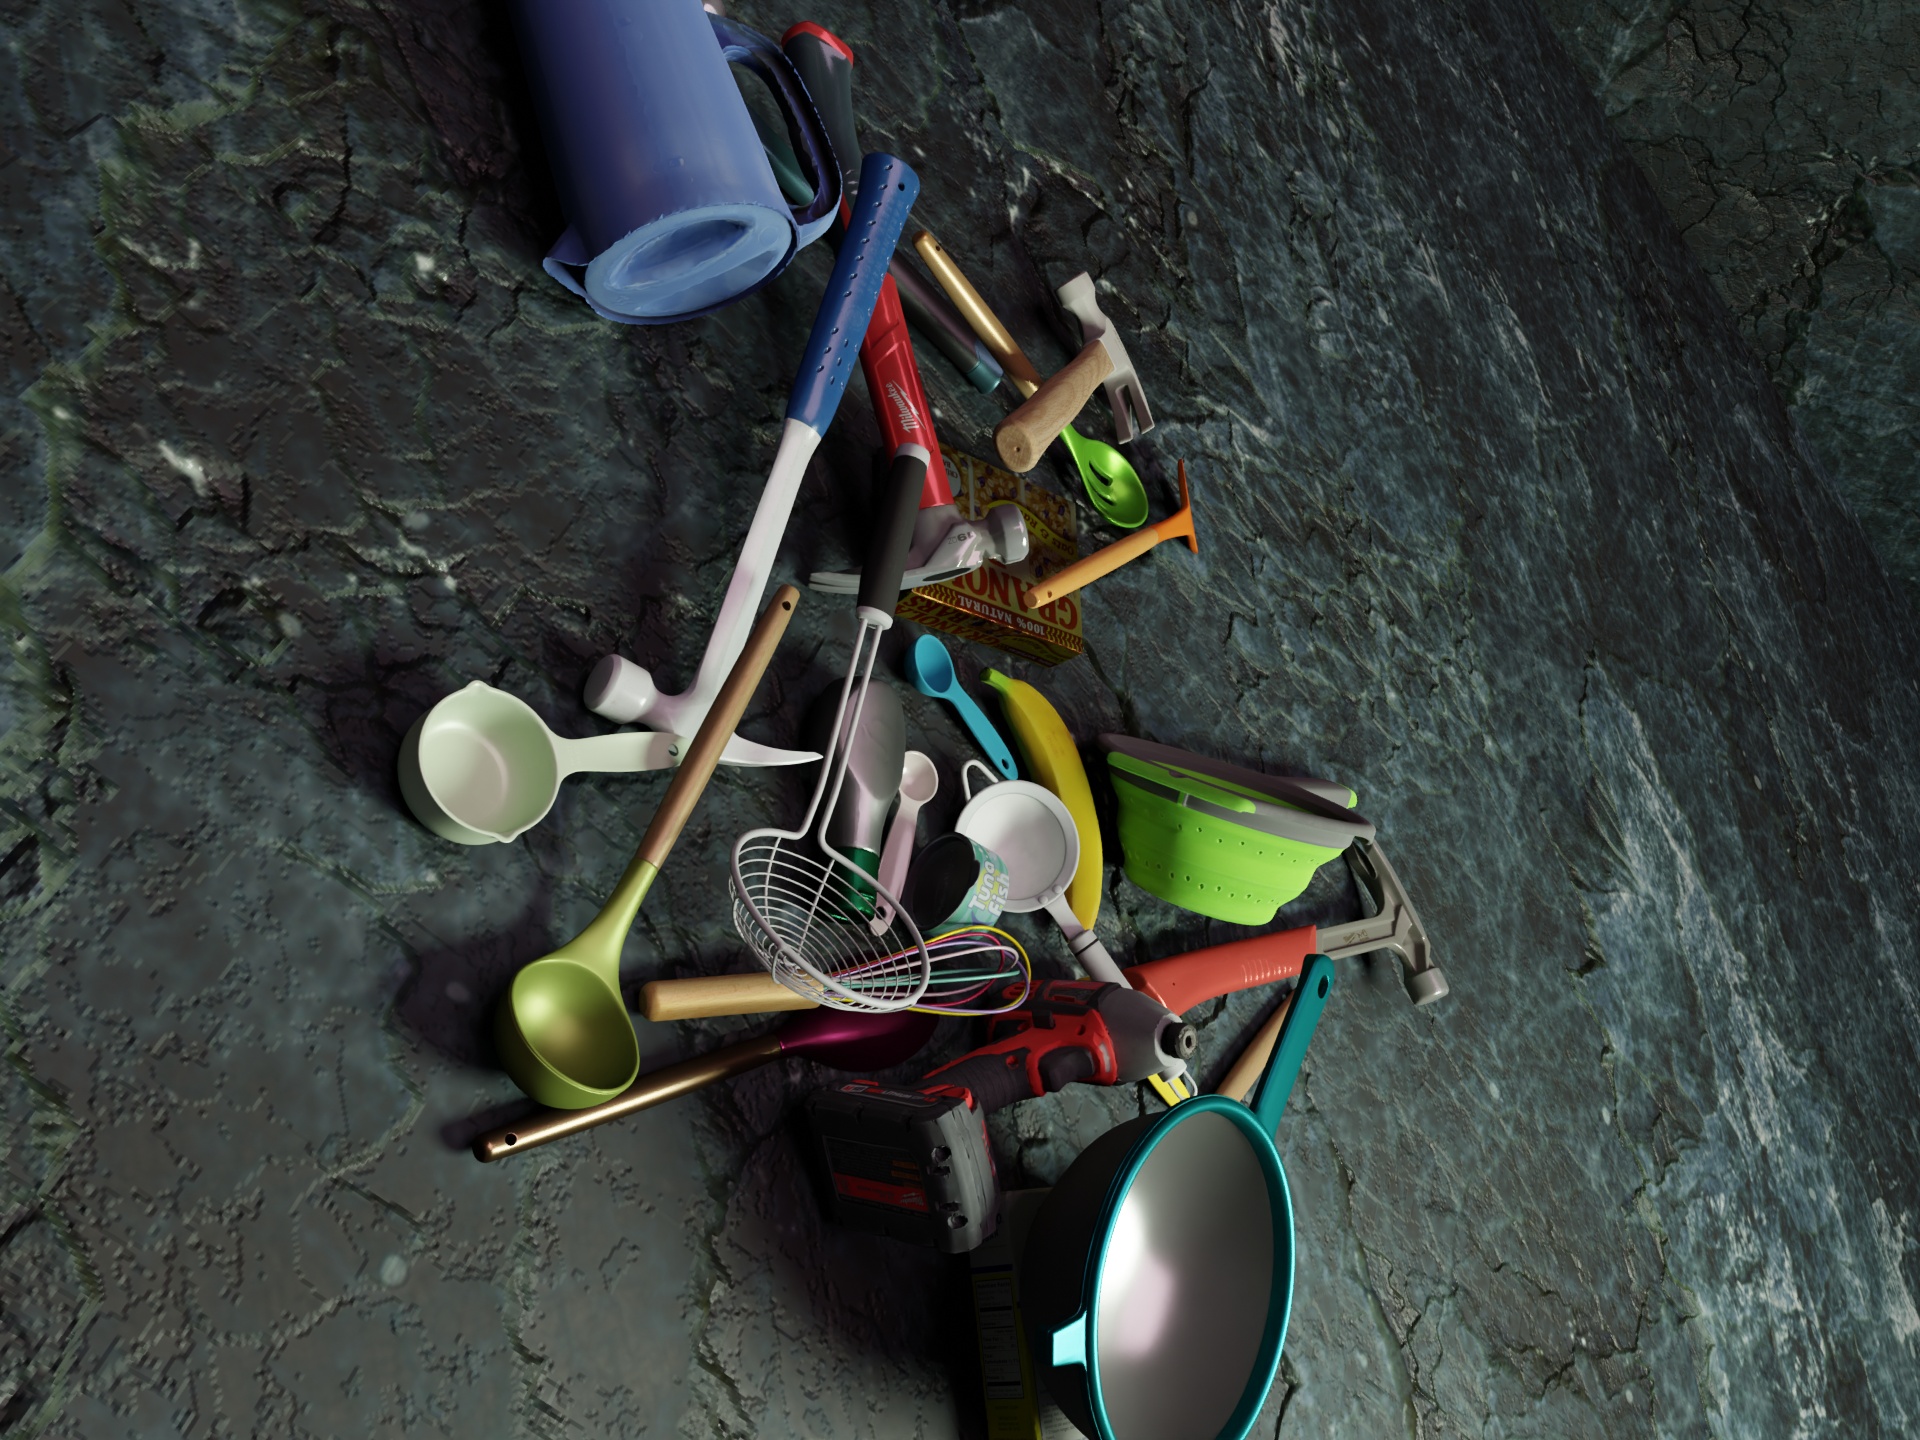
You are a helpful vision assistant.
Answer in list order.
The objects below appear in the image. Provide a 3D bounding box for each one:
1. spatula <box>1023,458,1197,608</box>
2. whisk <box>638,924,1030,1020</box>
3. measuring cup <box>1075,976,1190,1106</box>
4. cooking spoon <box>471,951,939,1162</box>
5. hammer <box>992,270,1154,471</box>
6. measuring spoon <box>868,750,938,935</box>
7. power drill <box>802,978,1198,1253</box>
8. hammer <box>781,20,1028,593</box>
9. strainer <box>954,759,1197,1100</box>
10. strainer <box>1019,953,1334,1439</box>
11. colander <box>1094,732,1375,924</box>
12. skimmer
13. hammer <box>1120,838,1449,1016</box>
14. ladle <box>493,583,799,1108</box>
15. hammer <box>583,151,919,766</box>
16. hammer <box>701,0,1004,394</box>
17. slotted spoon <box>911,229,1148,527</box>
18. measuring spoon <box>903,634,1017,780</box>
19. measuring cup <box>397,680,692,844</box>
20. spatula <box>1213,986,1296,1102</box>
[{"bbox_3d":[0.125,-0.132,1.201,0.322,0.041,0.081,-31,114,-52],"label":"spatula"},{"bbox_3d":[-0.064,0.146,0.898,0.244,0.051,0.047,1,97,-32],"label":"whisk"},{"bbox_3d":[0.113,0.229,1.084,0.156,0.029,0.062,51,44,-34],"label":"measuring cup"},{"bbox_3d":[-0.121,0.184,0.862,0.318,0.017,0.069,-10,79,-48],"label":"cooking spoon"},{"bbox_3d":[0.079,-0.235,1.145,0.130,0.031,0.331,59,26,-13],"label":"hammer"},{"bbox_3d":[-0.042,0.077,0.996,0.034,0.018,0.124,29,61,-29],"label":"measuring spoon"},{"bbox_3d":[0.030,0.211,0.912,0.219,0.143,0.078,-22,103,-46],"label":"power drill"},{"bbox_3d":[-0.073,-0.273,1.040,0.143,0.038,0.386,-13,81,-10],"label":"hammer"},{"bbox_3d":[0.073,0.138,1.030,0.087,0.050,0.258,-32,82,-19],"label":"strainer"},{"bbox_3d":[0.127,0.269,0.935,0.210,0.095,0.340,58,48,-31],"label":"strainer"},{"bbox_3d":[0.220,0.088,1.194,0.397,0.205,0.094,6,103,-61],"label":"colander"},{"bbox_3d":[-0.045,-0.012,0.898,0.127,0.090,0.363,27,62,-30],"label":"skimmer"},{"bbox_3d":[0.242,0.170,1.215,0.359,0.036,0.149,-3,61,-43],"label":"hammer"},{"bbox_3d":[-0.147,0.052,0.831,0.078,0.062,0.320,39,58,-26],"label":"ladle"},{"bbox_3d":[-0.095,-0.163,0.960,0.144,0.035,0.406,30,68,-35],"label":"hammer"},{"bbox_3d":[-0.086,-0.353,1.120,0.330,0.033,0.128,40,48,-27],"label":"hammer"},{"bbox_3d":[0.054,-0.245,1.173,0.313,0.031,0.070,44,44,-42],"label":"slotted spoon"},{"bbox_3d":[-0.002,-0.003,1.071,0.128,0.021,0.042,54,36,-28],"label":"measuring spoon"},{"bbox_3d":[-0.213,0.023,0.826,0.167,0.038,0.083,-3,75,-49],"label":"measuring cup"},{"bbox_3d":[0.193,0.277,1.124,0.317,0.044,0.082,-37,120,-49],"label":"spatula"}]
